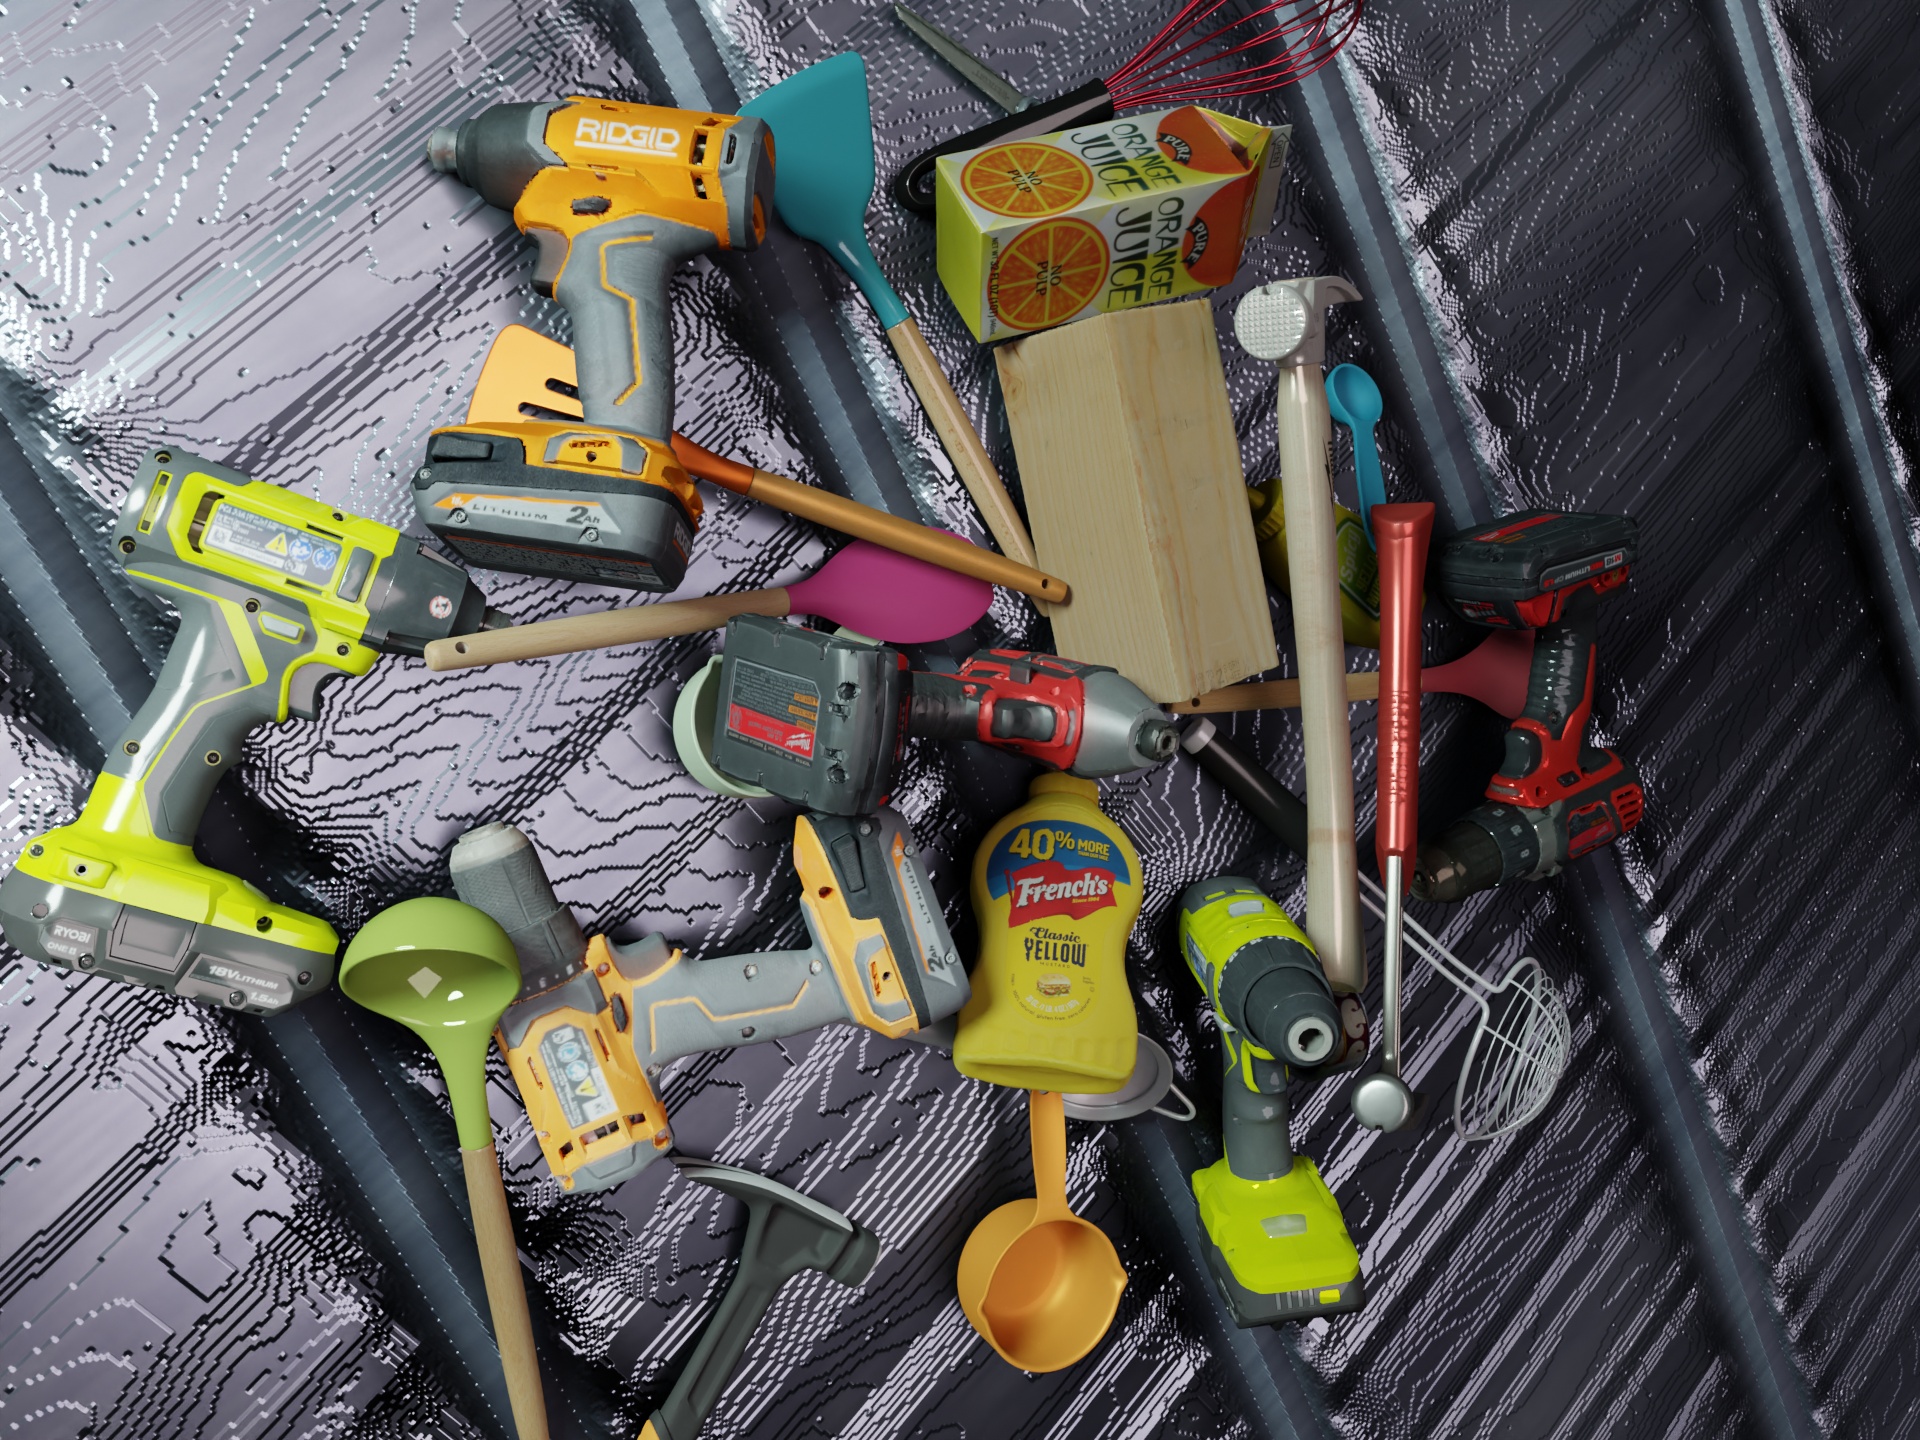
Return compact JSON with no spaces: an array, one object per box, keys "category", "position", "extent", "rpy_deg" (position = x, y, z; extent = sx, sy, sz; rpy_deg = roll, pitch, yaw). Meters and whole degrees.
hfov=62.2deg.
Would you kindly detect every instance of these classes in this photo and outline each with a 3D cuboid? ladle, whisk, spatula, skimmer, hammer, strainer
[{"category":"ladle","position":[-0.227,0.229,0.751],"extent":[0.078,0.062,0.320],"rpy_deg":[-5,108,-2]},{"category":"ladle","position":[0.269,-0.024,1.016],"extent":[0.315,0.031,0.069],"rpy_deg":[-6,95,-23]},{"category":"whisk","position":[0.096,-0.350,0.875],"extent":[0.296,0.073,0.073],"rpy_deg":[-28,104,-7]},{"category":"spatula","position":[-0.018,-0.193,0.861],"extent":[0.082,0.044,0.317],"rpy_deg":[-36,108,-21]},{"category":"skimmer","position":[0.259,0.130,1.016],"extent":[0.363,0.090,0.127],"rpy_deg":[42,67,-11]},{"category":"hammer","position":[-0.172,0.396,0.823],"extent":[0.127,0.034,0.337],"rpy_deg":[33,79,-24]},{"category":"hammer","position":[0.254,0.052,0.921],"extent":[0.149,0.037,0.359],"rpy_deg":[22,69,-68]},{"category":"spatula","position":[-0.089,-0.115,0.823],"extent":[0.322,0.041,0.081],"rpy_deg":[17,83,-22]},{"category":"hammer","position":[0.208,-0.042,0.908],"extent":[0.146,0.038,0.410],"rpy_deg":[-33,120,-59]},{"category":"strainer","position":[0.018,0.179,0.899],"extent":[0.258,0.050,0.086],"rpy_deg":[17,128,-20]}]

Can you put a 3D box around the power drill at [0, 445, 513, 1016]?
[{"category":"power drill","position":[-0.313,0.010,0.715],"extent":[0.171,0.080,0.223],"rpy_deg":[21,81,-25]}]

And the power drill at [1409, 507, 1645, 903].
[{"category":"power drill","position":[0.343,-0.004,0.986],"extent":[0.188,0.080,0.226],"rpy_deg":[-19,109,-28]}]

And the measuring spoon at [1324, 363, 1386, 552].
[{"category":"measuring spoon","position":[0.243,-0.159,0.980],"extent":[0.042,0.021,0.129],"rpy_deg":[8,69,-30]}]

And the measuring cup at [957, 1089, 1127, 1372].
[{"category":"measuring cup","position":[0.040,0.277,0.908],"extent":[0.095,0.052,0.173],"rpy_deg":[-3,92,-25]}]

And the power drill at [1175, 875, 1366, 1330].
[{"category":"power drill","position":[0.175,0.218,0.896],"extent":[0.080,0.191,0.228],"rpy_deg":[-7,102,-3]}]

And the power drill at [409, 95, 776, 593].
[{"category":"power drill","position":[-0.184,-0.184,0.742],"extent":[0.164,0.084,0.226],"rpy_deg":[8,79,2]}]

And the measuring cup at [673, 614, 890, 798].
[{"category":"measuring cup","position":[-0.085,-0.023,0.848],"extent":[0.167,0.038,0.083],"rpy_deg":[-45,107,-33]}]

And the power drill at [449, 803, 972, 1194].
[{"category":"power drill","position":[-0.129,0.109,0.796],"extent":[0.226,0.084,0.185],"rpy_deg":[-22,98,-11]}]

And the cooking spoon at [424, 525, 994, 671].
[{"category":"cooking spoon","position":[-0.111,-0.057,0.805],"extent":[0.318,0.017,0.069],"rpy_deg":[-13,77,-35]}]

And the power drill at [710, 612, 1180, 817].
[{"category":"power drill","position":[-0.001,-0.003,0.796],"extent":[0.219,0.143,0.078],"rpy_deg":[1,101,-42]}]
